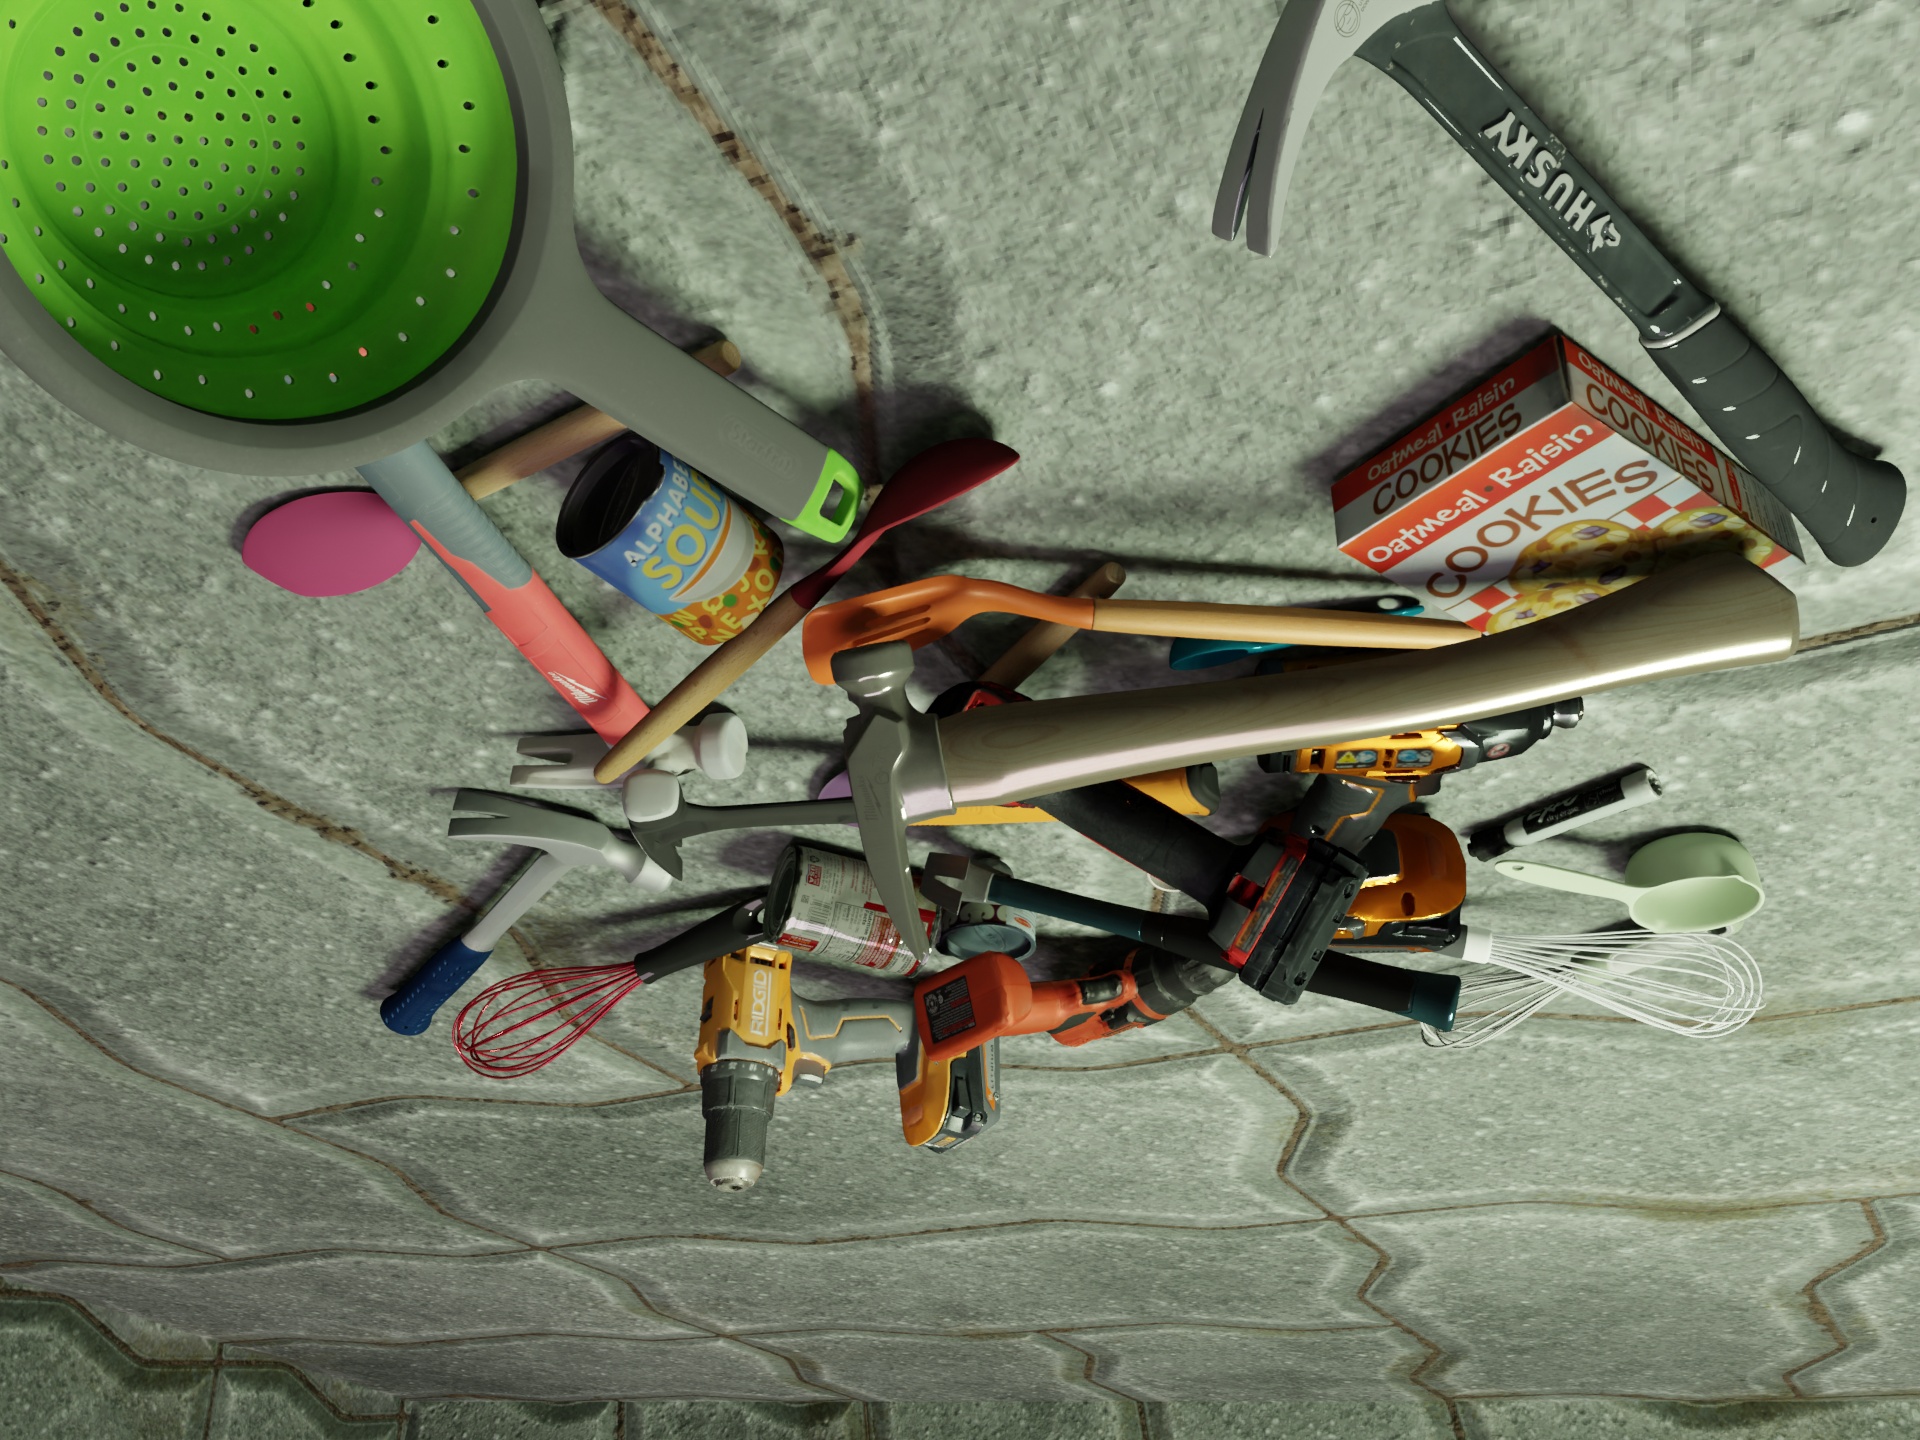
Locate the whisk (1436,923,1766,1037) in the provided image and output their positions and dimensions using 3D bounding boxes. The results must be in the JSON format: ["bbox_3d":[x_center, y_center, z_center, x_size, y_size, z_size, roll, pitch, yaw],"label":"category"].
[{"bbox_3d":[0.368,0.151,1.031,0.284,0.070,0.070,10,149,14],"label":"whisk"}]

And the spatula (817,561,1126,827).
[{"bbox_3d":[-0.001,-0.003,0.887,0.059,0.018,0.316,14,147,-26],"label":"spatula"}]

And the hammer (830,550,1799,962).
[{"bbox_3d":[0.153,0.004,0.703,0.410,0.146,0.038,-10,-177,8],"label":"hammer"}]

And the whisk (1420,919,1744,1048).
[{"bbox_3d":[0.420,0.175,1.094,0.057,0.059,0.246,47,130,-11],"label":"whisk"}]

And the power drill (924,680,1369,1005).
[{"bbox_3d":[0.087,0.052,0.803,0.220,0.078,0.143,29,-179,11],"label":"power drill"}]

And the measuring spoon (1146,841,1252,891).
[{"bbox_3d":[0.177,0.081,1.006,0.124,0.018,0.034,-16,130,18],"label":"measuring spoon"}]

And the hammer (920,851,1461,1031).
[{"bbox_3d":[0.123,0.122,0.918,0.331,0.033,0.128,11,177,29],"label":"hammer"}]

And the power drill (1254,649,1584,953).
[{"bbox_3d":[0.241,0.045,0.878,0.164,0.084,0.226,-2,143,6],"label":"power drill"}]

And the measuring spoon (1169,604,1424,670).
[{"bbox_3d":[0.167,-0.049,0.801,0.128,0.021,0.042,-13,170,10],"label":"measuring spoon"}]

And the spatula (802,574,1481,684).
[{"bbox_3d":[0.087,-0.041,0.761,0.322,0.041,0.081,3,157,0],"label":"spatula"}]

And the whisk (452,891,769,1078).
[{"bbox_3d":[-0.242,0.186,1.140,0.296,0.073,0.073,-25,139,16],"label":"whisk"}]

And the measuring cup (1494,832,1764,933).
[{"bbox_3d":[0.403,0.089,0.968,0.167,0.038,0.083,11,147,-7],"label":"measuring cup"}]

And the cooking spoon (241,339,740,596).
[{"bbox_3d":[-0.226,-0.112,0.742,0.319,0.017,0.068,-18,145,30],"label":"cooking spoon"}]

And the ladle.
[{"bbox_3d":[-0.090,-0.046,0.767,0.315,0.069,0.031,-36,95,35],"label":"ladle"}]

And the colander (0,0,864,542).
[{"bbox_3d":[-0.189,-0.162,0.575,0.095,0.204,0.396,21,175,42],"label":"colander"}]

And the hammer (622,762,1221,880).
[{"bbox_3d":[-0.019,0.052,0.926,0.337,0.034,0.127,-3,160,-1],"label":"hammer"}]

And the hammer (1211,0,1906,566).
[{"bbox_3d":[0.247,-0.148,0.572,0.408,0.036,0.149,25,104,-37],"label":"hammer"}]

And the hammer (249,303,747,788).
[{"bbox_3d":[-0.235,-0.063,0.774,0.143,0.038,0.385,-4,151,13],"label":"hammer"}]

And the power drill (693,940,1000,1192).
[{"bbox_3d":[-0.085,0.258,1.156,0.226,0.186,0.084,17,144,-24],"label":"power drill"}]

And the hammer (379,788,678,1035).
[{"bbox_3d":[-0.353,0.154,1.157,0.144,0.035,0.405,22,144,-26],"label":"hammer"}]
